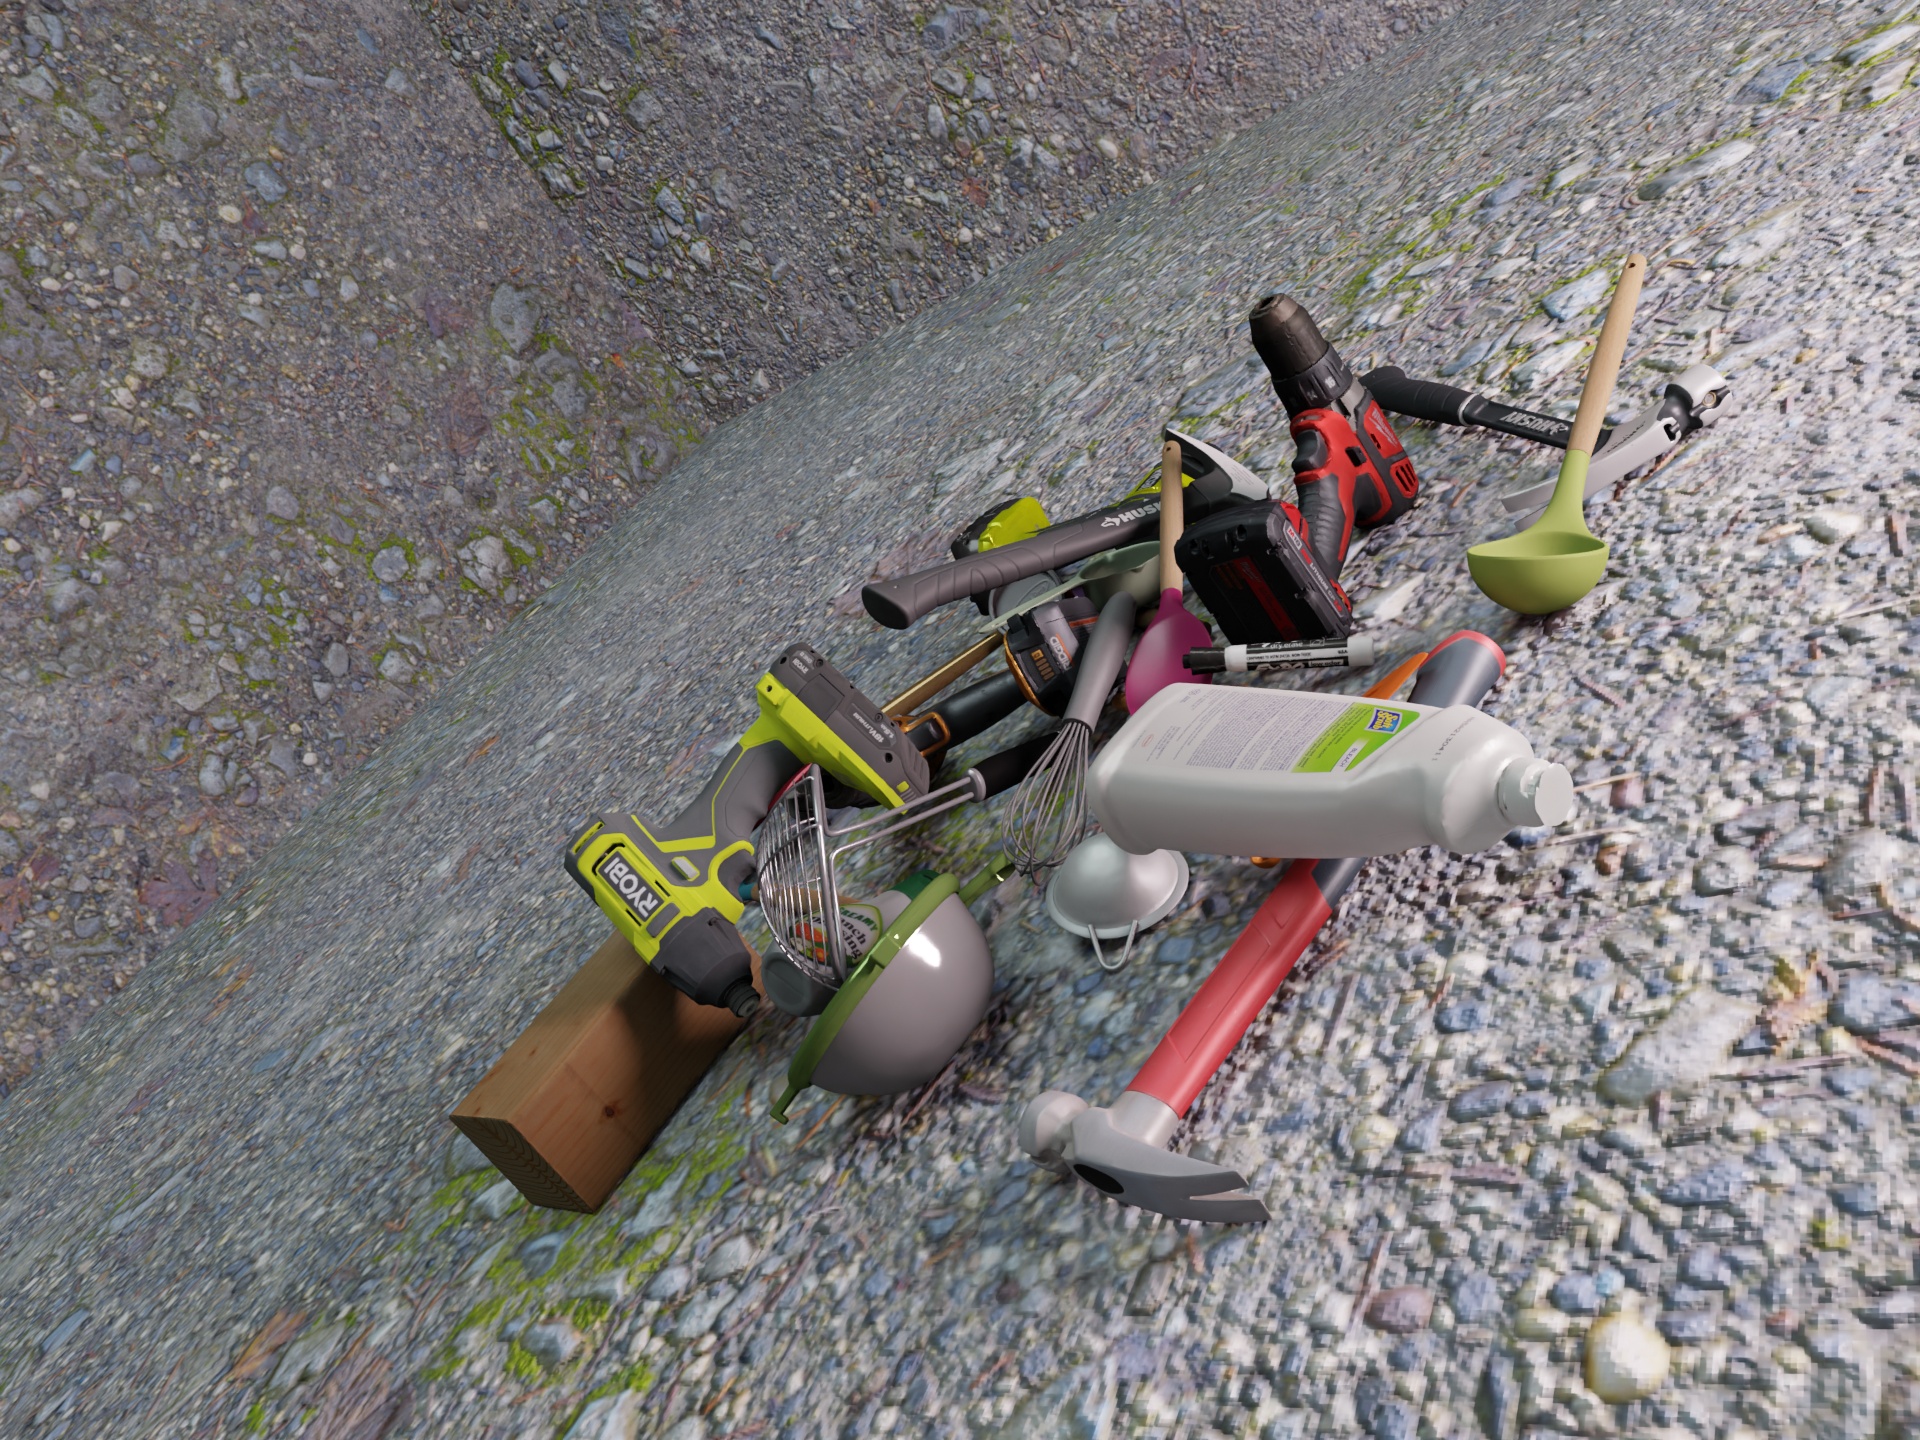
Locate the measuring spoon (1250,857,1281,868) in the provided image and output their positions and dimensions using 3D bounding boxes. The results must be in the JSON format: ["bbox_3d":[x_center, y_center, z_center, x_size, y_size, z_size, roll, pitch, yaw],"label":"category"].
[{"bbox_3d":[0.157,0.070,0.933,0.021,0.011,0.117,-43,18,-9],"label":"measuring spoon"}]

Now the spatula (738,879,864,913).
[{"bbox_3d":[-0.152,0.128,1.239,0.082,0.044,0.317,-39,20,-28],"label":"spatula"}]

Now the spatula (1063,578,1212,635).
[{"bbox_3d":[0.126,-0.092,1.320,0.060,0.018,0.316,-40,20,-10],"label":"spatula"}]

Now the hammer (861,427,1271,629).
[{"bbox_3d":[0.081,-0.139,1.223,0.334,0.035,0.146,-20,48,-18],"label":"hammer"}]

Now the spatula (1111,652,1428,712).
[{"bbox_3d":[0.179,-0.009,1.020,0.081,0.041,0.323,-44,20,-15],"label":"spatula"}]

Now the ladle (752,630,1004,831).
[{"bbox_3d":[-0.091,0.015,1.324,0.315,0.031,0.069,-35,23,-5],"label":"ladle"}]

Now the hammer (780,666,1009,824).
[{"bbox_3d":[-0.018,0.000,1.328,0.331,0.031,0.130,-26,22,24],"label":"hammer"}]

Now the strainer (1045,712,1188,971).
[{"bbox_3d":[0.101,0.056,0.991,0.087,0.050,0.259,-9,28,16],"label":"strainer"}]

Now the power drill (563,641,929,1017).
[{"bbox_3d":[-0.134,0.073,1.059,0.223,0.080,0.171,-46,65,-5],"label":"power drill"}]

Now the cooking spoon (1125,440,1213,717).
[{"bbox_3d":[0.153,-0.107,1.149,0.069,0.017,0.319,-24,37,28],"label":"cooking spoon"}]

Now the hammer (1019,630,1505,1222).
[{"bbox_3d":[0.189,0.085,0.804,0.386,0.038,0.143,-47,24,-27],"label":"hammer"}]

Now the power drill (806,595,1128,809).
[{"bbox_3d":[-0.002,-0.004,1.173,0.226,0.084,0.185,-30,-3,19],"label":"power drill"}]

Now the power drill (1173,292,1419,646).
[{"bbox_3d":[0.230,-0.169,1.095,0.080,0.187,0.227,-13,34,45],"label":"power drill"}]

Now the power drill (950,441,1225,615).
[{"bbox_3d":[0.124,-0.178,1.421,0.228,0.080,0.191,-14,21,34],"label":"power drill"}]

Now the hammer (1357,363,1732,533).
[{"bbox_3d":[0.386,-0.224,1.182,0.149,0.036,0.409,-36,20,2],"label":"hammer"}]

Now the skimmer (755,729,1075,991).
[{"bbox_3d":[-0.003,0.059,0.998,0.090,0.127,0.363,1,13,36],"label":"skimmer"}]

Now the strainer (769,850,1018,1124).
[{"bbox_3d":[-0.005,0.148,0.949,0.151,0.069,0.256,-59,-12,30],"label":"strainer"}]

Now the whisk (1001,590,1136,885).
[{"bbox_3d":[0.080,0.006,1.067,0.055,0.055,0.239,-14,43,44],"label":"whisk"}]

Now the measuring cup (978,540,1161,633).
[{"bbox_3d":[0.095,-0.093,1.267,0.167,0.038,0.083,-26,17,-7],"label":"measuring cup"}]

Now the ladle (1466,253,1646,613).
[{"bbox_3d":[0.386,-0.191,0.985,0.078,0.062,0.320,5,55,35],"label":"ladle"}]
